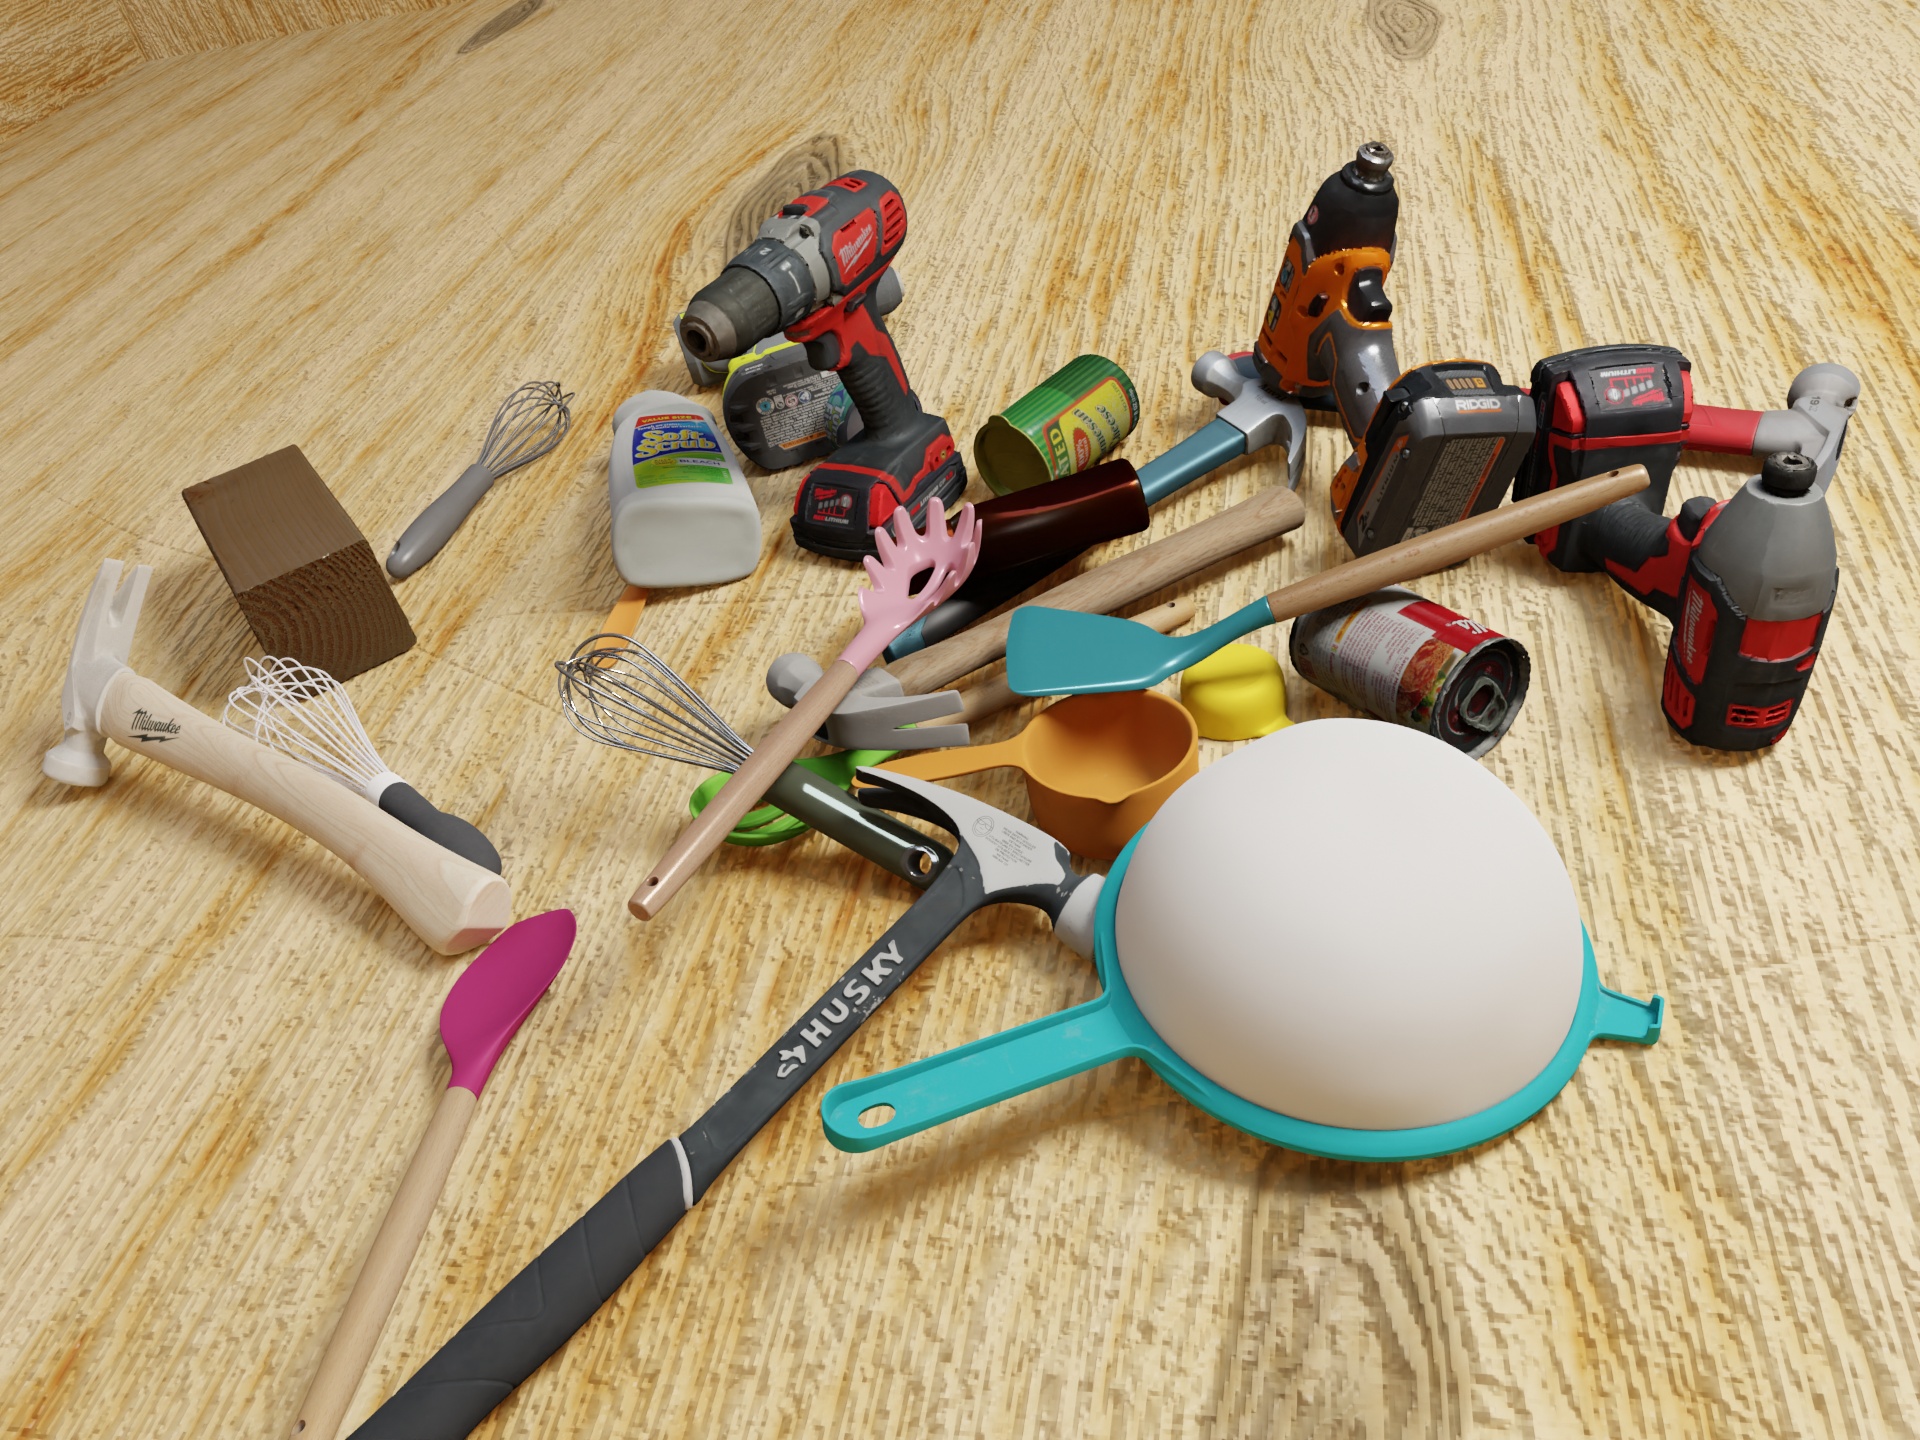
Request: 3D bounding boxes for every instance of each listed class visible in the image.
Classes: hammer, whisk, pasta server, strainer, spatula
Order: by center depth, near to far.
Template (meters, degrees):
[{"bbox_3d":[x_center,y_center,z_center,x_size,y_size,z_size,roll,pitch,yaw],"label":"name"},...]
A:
[{"bbox_3d":[0.103,0.084,0.637,0.340,0.095,0.211,-16,44,-17],"label":"strainer"},{"bbox_3d":[-0.106,0.172,0.669,0.149,0.036,0.409,34,60,24],"label":"hammer"},{"bbox_3d":[0.176,-0.072,0.789,0.317,0.044,0.082,-20,32,17],"label":"spatula"},{"bbox_3d":[-0.073,-0.015,0.809,0.060,0.040,0.316,13,43,25],"label":"pasta server"},{"bbox_3d":[-0.108,0.023,0.819,0.246,0.059,0.058,28,93,15],"label":"whisk"},{"bbox_3d":[0.060,-0.064,0.904,0.331,0.031,0.130,-25,29,-20],"label":"hammer"},{"bbox_3d":[-0.400,0.025,0.918,0.411,0.146,0.038,21,6,32],"label":"hammer"},{"bbox_3d":[-0.354,0.031,0.938,0.285,0.070,0.070,28,54,36],"label":"whisk"},{"bbox_3d":[0.083,-0.127,0.996,0.331,0.033,0.128,-33,51,-18],"label":"hammer"},{"bbox_3d":[0.334,-0.188,0.997,0.386,0.038,0.143,14,47,32],"label":"hammer"},{"bbox_3d":[-0.368,-0.188,1.228,0.055,0.055,0.239,6,46,25],"label":"whisk"}]

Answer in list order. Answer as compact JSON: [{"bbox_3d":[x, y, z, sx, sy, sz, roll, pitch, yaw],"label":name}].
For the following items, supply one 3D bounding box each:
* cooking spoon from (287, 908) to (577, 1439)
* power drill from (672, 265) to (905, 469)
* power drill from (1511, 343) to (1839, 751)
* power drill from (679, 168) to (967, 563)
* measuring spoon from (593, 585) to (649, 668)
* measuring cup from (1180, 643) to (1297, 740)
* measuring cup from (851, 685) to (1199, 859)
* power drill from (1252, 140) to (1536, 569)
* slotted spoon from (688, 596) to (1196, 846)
[{"bbox_3d":[-0.228,0.185,0.698,0.069,0.017,0.319,-18,28,13],"label":"cooking spoon"},{"bbox_3d":[-0.118,-0.292,1.250,0.190,0.080,0.229,-19,35,-5],"label":"power drill"},{"bbox_3d":[0.356,-0.100,0.792,0.078,0.143,0.220,-6,35,-2],"label":"power drill"},{"bbox_3d":[-0.085,-0.211,1.008,0.080,0.226,0.188,13,45,32],"label":"power drill"},{"bbox_3d":[-0.220,-0.070,1.057,0.021,0.011,0.117,5,44,8],"label":"measuring spoon"},{"bbox_3d":[0.174,0.001,0.815,0.062,0.029,0.157,-33,39,-22],"label":"measuring cup"},{"bbox_3d":[0.035,0.035,0.799,0.173,0.052,0.095,-9,36,8],"label":"measuring cup"},{"bbox_3d":[0.245,-0.216,0.926,0.084,0.164,0.227,-4,51,-13],"label":"power drill"},{"bbox_3d":[-0.001,-0.003,0.883,0.314,0.031,0.070,-25,39,-16],"label":"slotted spoon"}]
